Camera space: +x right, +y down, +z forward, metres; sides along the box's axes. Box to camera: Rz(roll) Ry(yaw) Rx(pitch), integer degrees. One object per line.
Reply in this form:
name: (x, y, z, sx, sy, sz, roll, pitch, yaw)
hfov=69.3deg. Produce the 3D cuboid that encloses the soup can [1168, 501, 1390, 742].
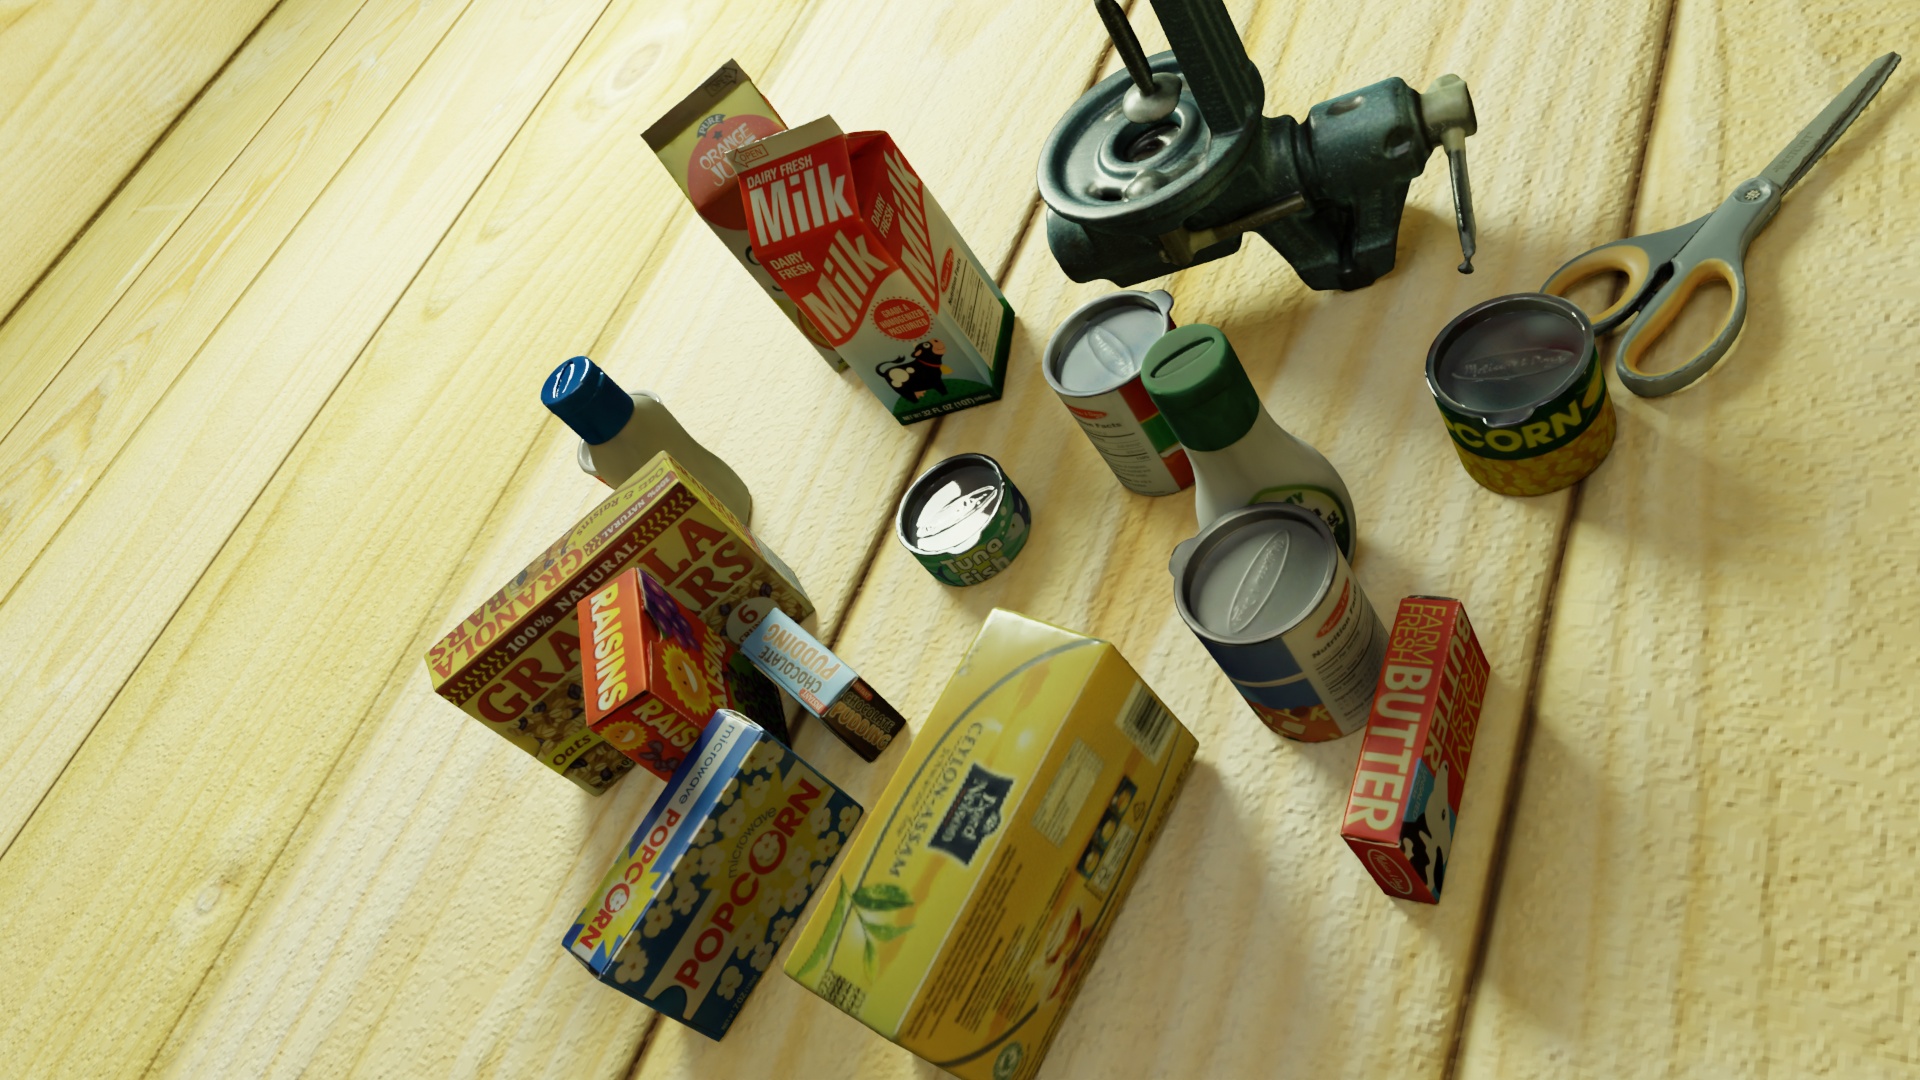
soup can: (0.131, 0.034, 0.566, 0.071, 0.083, 0.072, -20, 46, 22)

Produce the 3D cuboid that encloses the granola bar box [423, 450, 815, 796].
granola bar box: (-0.179, 0.049, 0.748, 0.165, 0.124, 0.039, -41, 42, 0)

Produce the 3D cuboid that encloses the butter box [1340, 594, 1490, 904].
butter box: (0.173, 0.077, 0.522, 0.024, 0.053, 0.104, 2, 57, 37)

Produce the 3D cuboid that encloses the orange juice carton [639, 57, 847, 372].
orange juice carton: (-0.110, -0.200, 0.855, 0.072, 0.192, 0.073, -37, 42, 5)

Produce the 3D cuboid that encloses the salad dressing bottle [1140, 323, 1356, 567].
salad dressing bottle: (0.120, -0.029, 0.579, 0.064, 0.147, 0.044, -31, 43, 11)

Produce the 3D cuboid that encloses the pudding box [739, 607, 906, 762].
pudding box: (-0.071, 0.072, 0.705, 0.030, 0.049, 0.084, -49, 43, -9)

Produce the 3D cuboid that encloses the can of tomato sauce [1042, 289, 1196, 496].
can of tomato sauce: (0.090, -0.073, 0.686, 0.071, 0.083, 0.071, -20, 46, 22)

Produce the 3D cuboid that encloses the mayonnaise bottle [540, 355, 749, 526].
mayonnaise bottle: (-0.182, -0.048, 0.813, 0.041, 0.147, 0.065, -16, 48, 26)

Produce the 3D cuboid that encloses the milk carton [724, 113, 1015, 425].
milk carton: (-0.048, -0.155, 0.774, 0.072, 0.190, 0.074, -12, 50, 29)

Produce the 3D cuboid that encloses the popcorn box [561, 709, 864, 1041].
popcorn box: (-0.110, 0.153, 0.640, 0.038, 0.085, 0.127, 16, 66, 43)

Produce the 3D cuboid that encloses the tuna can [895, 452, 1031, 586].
tuna can: (0.003, -0.009, 0.733, 0.071, 0.032, 0.071, -20, 46, 22)

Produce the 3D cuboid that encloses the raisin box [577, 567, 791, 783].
raisin box: (-0.133, 0.081, 0.688, 0.040, 0.123, 0.086, -31, 43, 11)

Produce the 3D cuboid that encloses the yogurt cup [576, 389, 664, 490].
yogurt cup: (-0.207, -0.056, 0.908, 0.072, 0.053, 0.073, -20, 46, 22)

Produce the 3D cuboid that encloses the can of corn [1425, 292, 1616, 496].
can of corn: (0.237, -0.059, 0.586, 0.071, 0.058, 0.071, -20, 46, 22)
